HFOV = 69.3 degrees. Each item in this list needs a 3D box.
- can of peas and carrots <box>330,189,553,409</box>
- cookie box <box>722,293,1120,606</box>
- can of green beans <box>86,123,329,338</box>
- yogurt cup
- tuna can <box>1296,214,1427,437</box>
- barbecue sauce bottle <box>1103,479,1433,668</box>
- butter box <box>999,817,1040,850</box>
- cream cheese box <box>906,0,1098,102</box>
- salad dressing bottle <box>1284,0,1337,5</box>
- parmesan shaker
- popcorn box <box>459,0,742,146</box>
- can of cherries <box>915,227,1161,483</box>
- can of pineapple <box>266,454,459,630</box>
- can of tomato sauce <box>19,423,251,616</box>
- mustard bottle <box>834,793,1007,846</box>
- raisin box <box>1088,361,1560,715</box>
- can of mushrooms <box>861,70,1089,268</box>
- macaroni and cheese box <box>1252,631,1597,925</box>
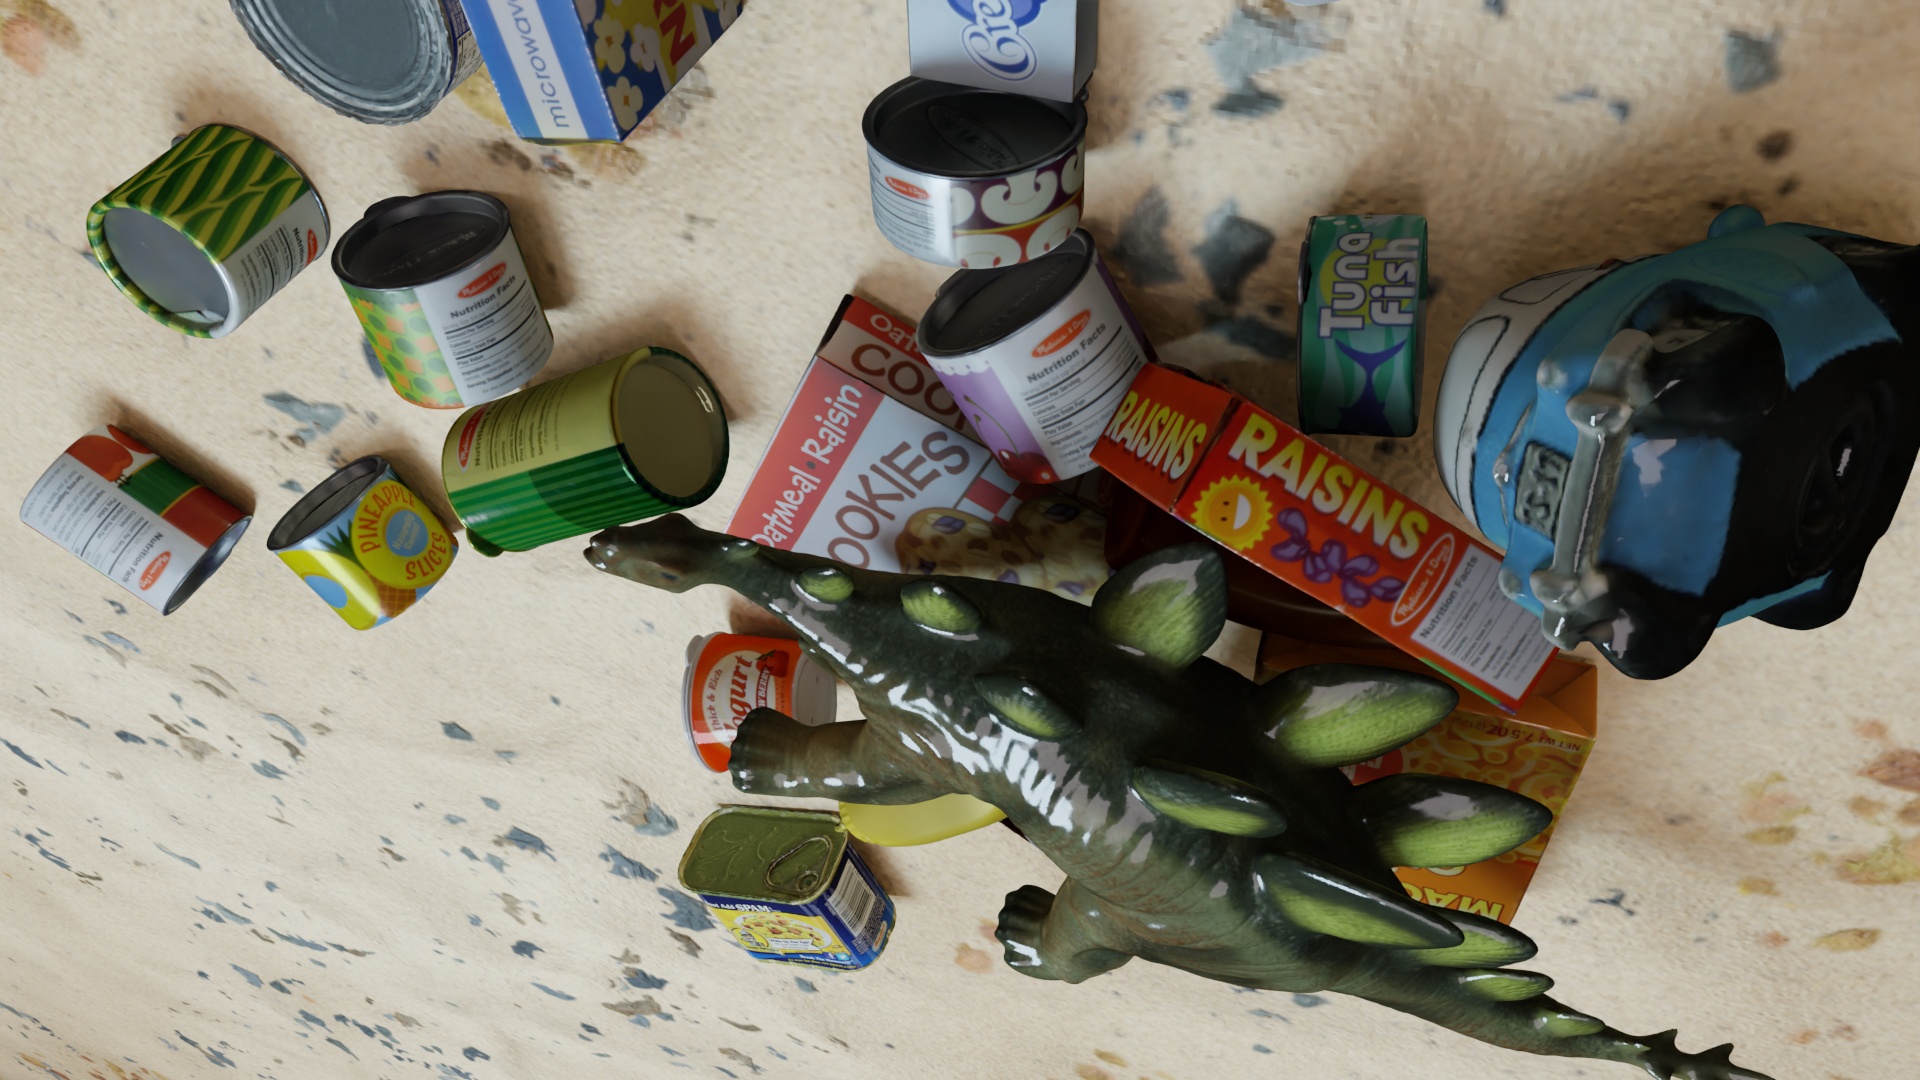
[{"bbox_3d":[-0.199,-0.093,0.535,0.071,0.071,0.058,9,137,17],"label":"can of peas and carrots"},{"bbox_3d":[0.002,-0.007,0.548,0.167,0.040,0.122,29,139,-7],"label":"cookie box"},{"bbox_3d":[-0.300,-0.123,0.556,0.071,0.058,0.071,13,137,13],"label":"can of green beans"},{"bbox_3d":[-0.093,0.077,0.662,0.054,0.073,0.072,-3,132,17],"label":"yogurt cup"},{"bbox_3d":[0.120,-0.065,0.411,0.033,0.071,0.070,3,134,20],"label":"tuna can"},{"bbox_3d":[0.127,0.008,0.490,0.148,0.065,0.043,23,156,-11],"label":"barbecue sauce bottle"},{"bbox_3d":[0.059,0.116,0.659,0.053,0.024,0.103,36,138,-14],"label":"butter box"},{"bbox_3d":[0.011,-0.176,0.382,0.053,0.024,0.103,13,137,15],"label":"cream cheese box"},{"bbox_3d":[0.073,-0.200,0.314,0.064,0.044,0.147,-5,130,32],"label":"salad dressing bottle"},{"bbox_3d":[-0.154,-0.033,0.570,0.103,0.072,0.071,-11,127,33],"label":"parmesan shaker"},{"bbox_3d":[-0.108,-0.185,0.382,0.038,0.085,0.126,7,136,20],"label":"popcorn box"},{"bbox_3d":[0.027,-0.062,0.463,0.071,0.072,0.058,-13,127,34],"label":"can of cherries"},{"bbox_3d":[-0.286,0.001,0.672,0.071,0.071,0.057,-11,128,33],"label":"can of pineapple"},{"bbox_3d":[-0.430,-0.012,0.729,0.083,0.071,0.071,38,137,-14],"label":"can of tomato sauce"},{"bbox_3d":[-0.020,0.115,0.671,0.159,0.049,0.065,-35,80,48],"label":"mustard bottle"},{"bbox_3d":[0.107,-0.004,0.412,0.123,0.086,0.040,28,98,-14],"label":"raisin box"},{"bbox_3d":[0.007,-0.114,0.418,0.071,0.071,0.033,11,137,14],"label":"can of mushrooms"},{"bbox_3d":[0.179,0.105,0.579,0.124,0.040,0.165,12,137,15],"label":"macaroni and cheese box"}]
